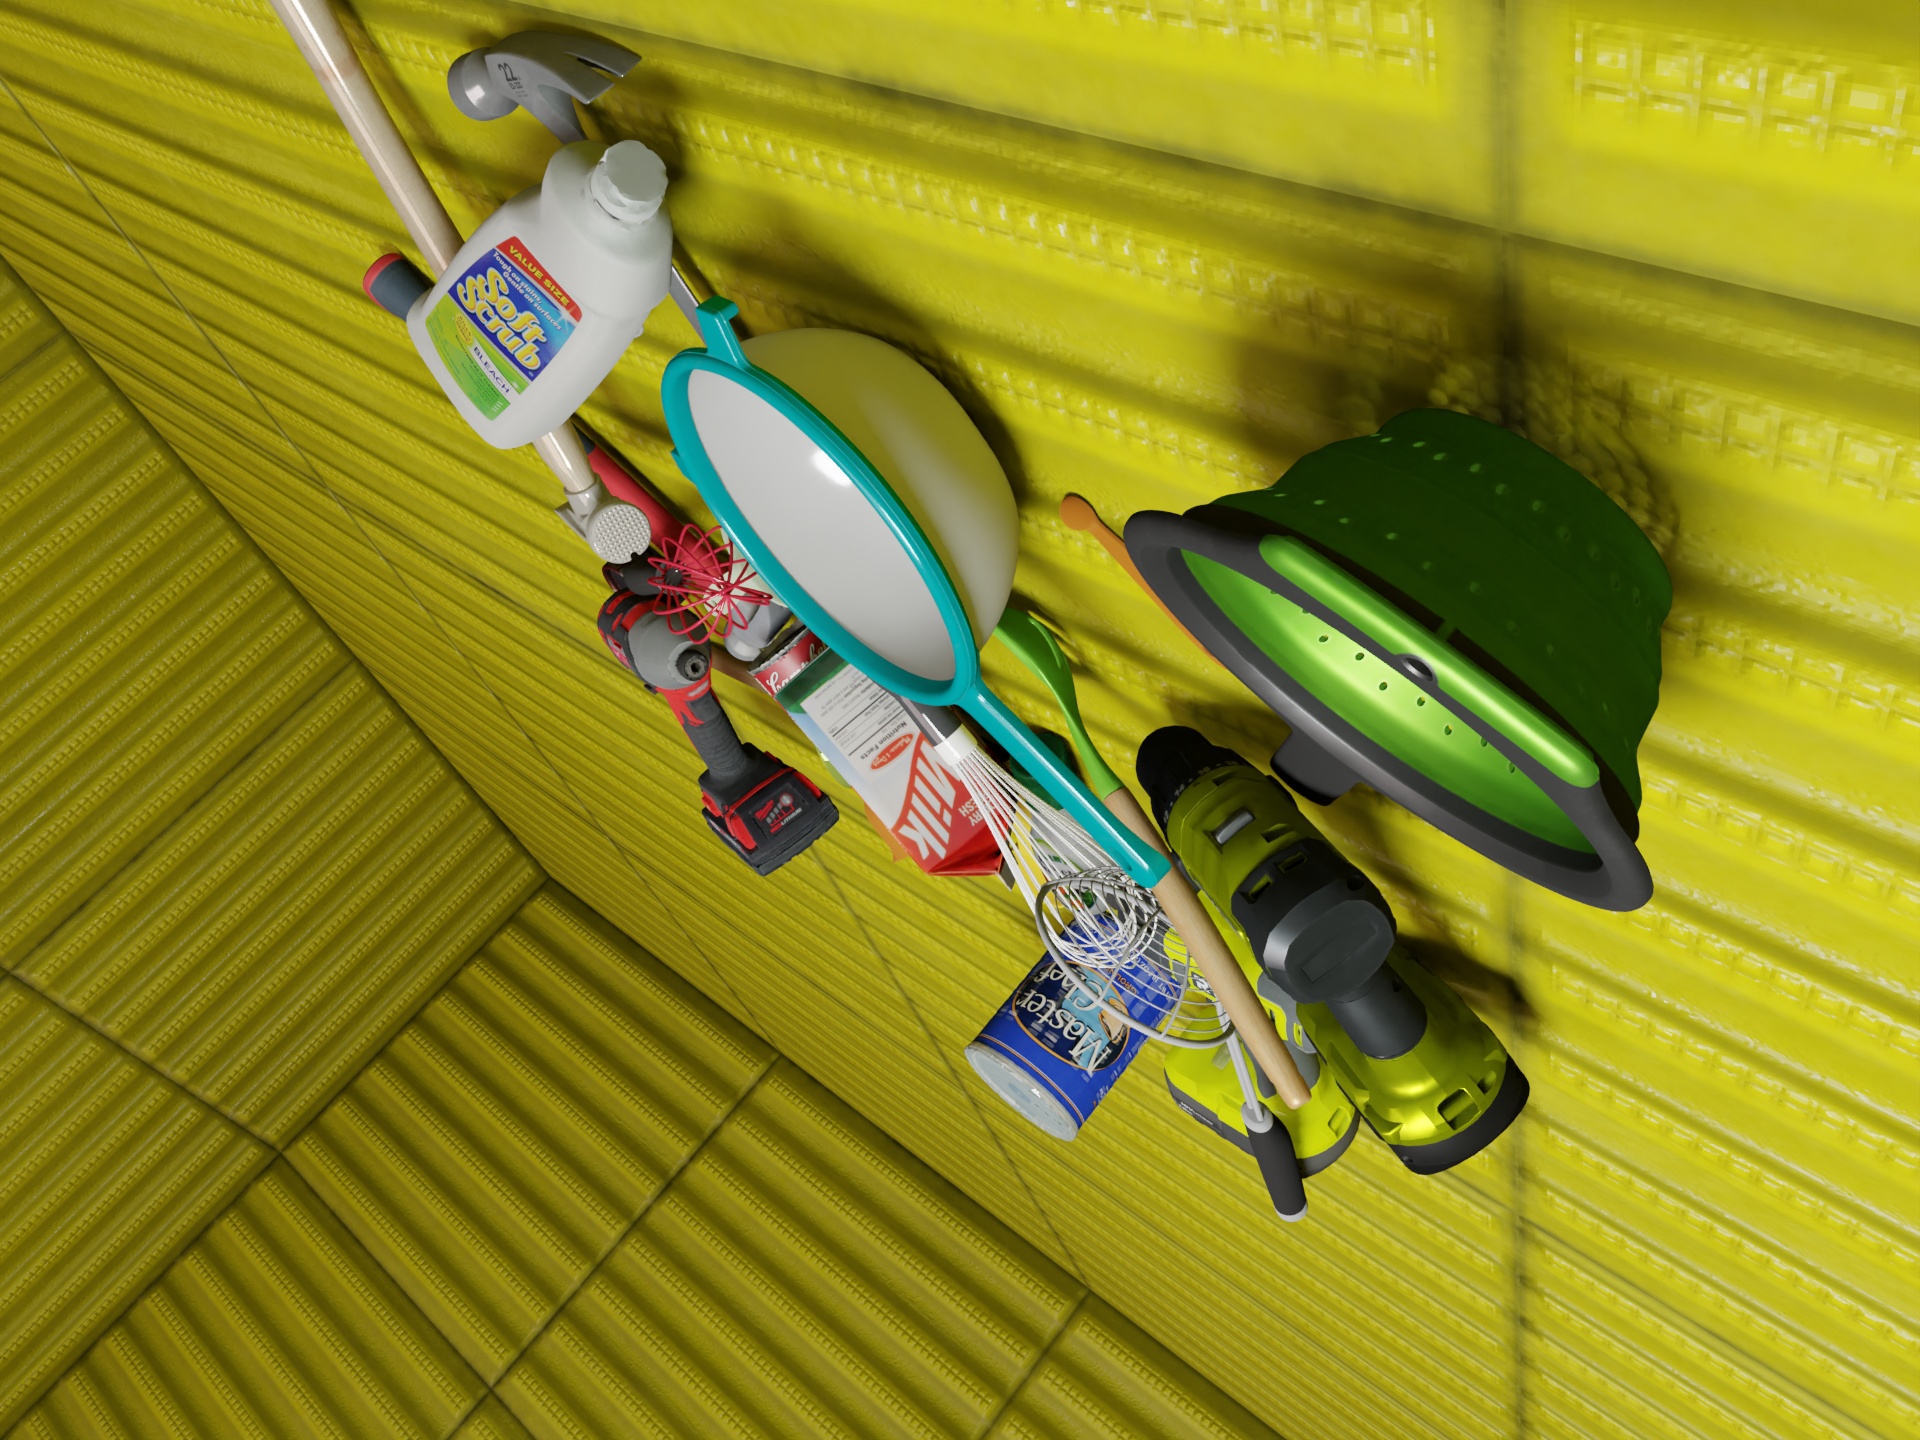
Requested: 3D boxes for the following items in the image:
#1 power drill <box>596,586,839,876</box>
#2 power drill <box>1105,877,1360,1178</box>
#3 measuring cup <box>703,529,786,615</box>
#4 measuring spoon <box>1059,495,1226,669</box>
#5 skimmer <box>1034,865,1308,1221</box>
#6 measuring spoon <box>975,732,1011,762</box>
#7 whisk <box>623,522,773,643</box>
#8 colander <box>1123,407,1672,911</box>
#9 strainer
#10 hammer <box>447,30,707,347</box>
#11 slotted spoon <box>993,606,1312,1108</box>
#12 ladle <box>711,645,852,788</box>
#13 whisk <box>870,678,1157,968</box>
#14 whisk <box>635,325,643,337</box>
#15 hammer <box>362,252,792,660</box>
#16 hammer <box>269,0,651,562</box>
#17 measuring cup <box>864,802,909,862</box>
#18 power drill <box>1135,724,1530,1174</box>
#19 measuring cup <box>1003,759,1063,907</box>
[{"bbox_3d":[-0.185,0.004,1.196,0.143,0.078,0.219,29,152,55],"label":"power drill"},{"bbox_3d":[0.182,0.195,1.044,0.171,0.080,0.223,26,151,36],"label":"power drill"},{"bbox_3d":[-0.129,-0.102,1.031,0.083,0.038,0.167,51,153,-6],"label":"measuring cup"},{"bbox_3d":[0.089,-0.063,0.763,0.117,0.011,0.021,44,161,-7],"label":"measuring spoon"},{"bbox_3d":[0.139,0.216,0.949,0.362,0.090,0.127,65,178,-41],"label":"skimmer"},{"bbox_3d":[-0.002,-0.003,1.068,0.128,0.021,0.042,30,163,7],"label":"measuring spoon"},{"bbox_3d":[-0.181,-0.091,1.015,0.073,0.073,0.296,49,169,-19],"label":"whisk"},{"bbox_3d":[0.170,-0.025,0.606,0.204,0.094,0.397,38,178,10],"label":"colander"},{"bbox_3d":[0.002,-0.069,0.776,0.340,0.095,0.211,46,162,-1],"label":"strainer"},{"bbox_3d":[-0.117,-0.184,0.865,0.144,0.035,0.405,17,149,50],"label":"hammer"},{"bbox_3d":[0.095,0.061,0.834,0.314,0.031,0.070,60,-174,20],"label":"slotted spoon"},{"bbox_3d":[-0.166,-0.023,1.275,0.320,0.062,0.078,24,156,48],"label":"ladle"},{"bbox_3d":[0.018,0.039,0.953,0.284,0.070,0.070,50,160,-8],"label":"whisk"},{"bbox_3d":[-0.242,-0.235,0.986,0.059,0.058,0.246,27,171,-20],"label":"whisk"},{"bbox_3d":[-0.271,-0.197,1.130,0.386,0.038,0.143,43,159,-2],"label":"hammer"},{"bbox_3d":[-0.310,-0.282,0.943,0.146,0.038,0.410,34,154,60],"label":"hammer"},{"bbox_3d":[-0.028,0.048,1.149,0.052,0.095,0.173,51,179,-6],"label":"measuring cup"},{"bbox_3d":[0.179,0.108,0.801,0.228,0.080,0.191,49,-176,-31],"label":"power drill"},{"bbox_3d":[0.054,0.073,1.108,0.062,0.029,0.156,29,150,33],"label":"measuring cup"}]
